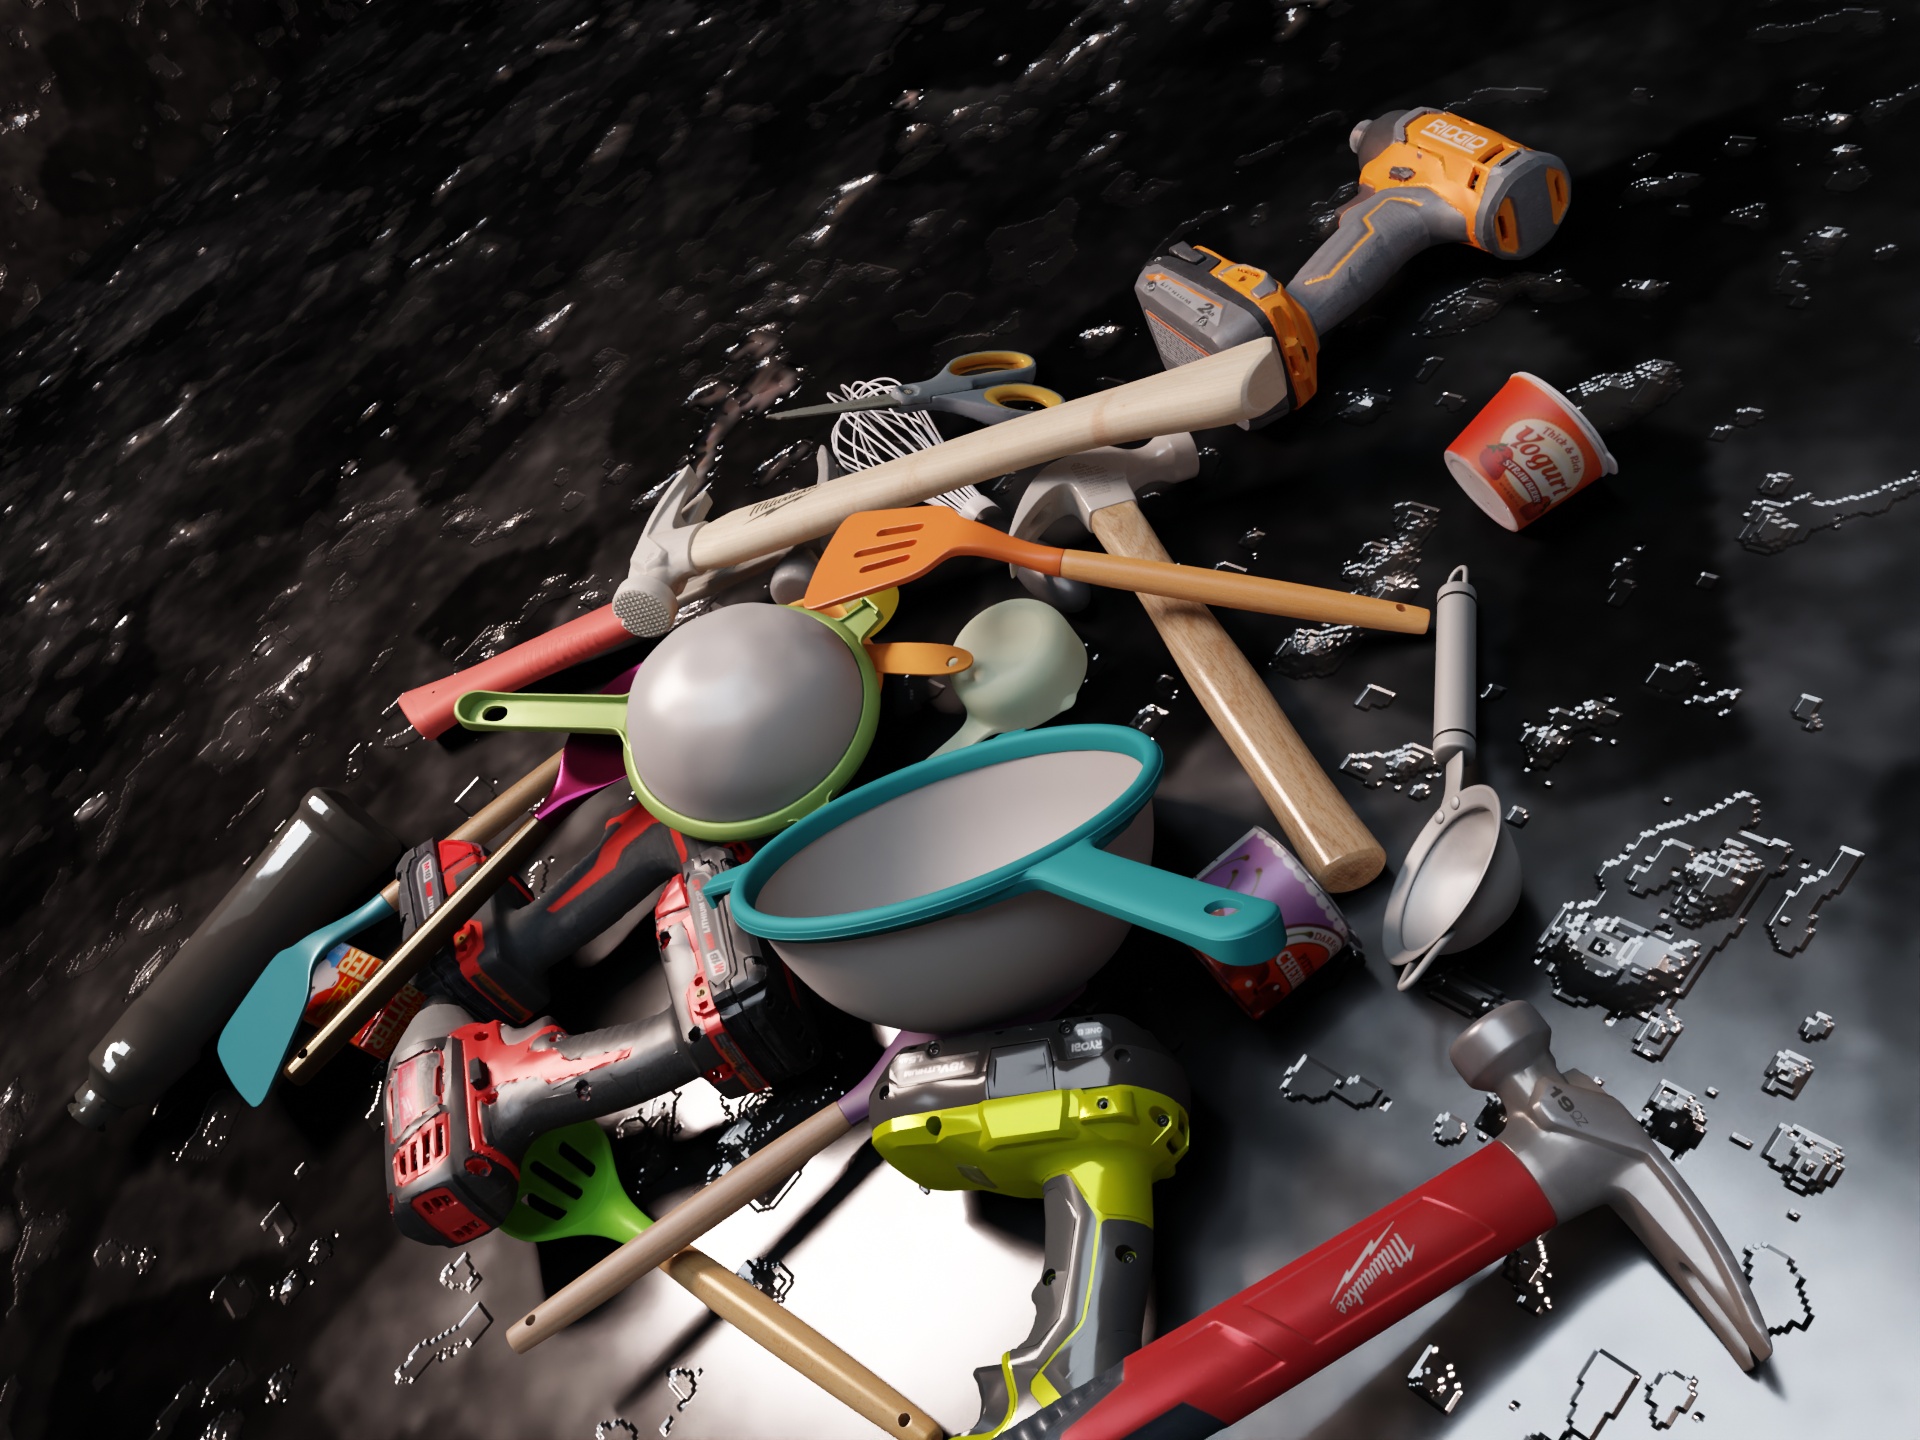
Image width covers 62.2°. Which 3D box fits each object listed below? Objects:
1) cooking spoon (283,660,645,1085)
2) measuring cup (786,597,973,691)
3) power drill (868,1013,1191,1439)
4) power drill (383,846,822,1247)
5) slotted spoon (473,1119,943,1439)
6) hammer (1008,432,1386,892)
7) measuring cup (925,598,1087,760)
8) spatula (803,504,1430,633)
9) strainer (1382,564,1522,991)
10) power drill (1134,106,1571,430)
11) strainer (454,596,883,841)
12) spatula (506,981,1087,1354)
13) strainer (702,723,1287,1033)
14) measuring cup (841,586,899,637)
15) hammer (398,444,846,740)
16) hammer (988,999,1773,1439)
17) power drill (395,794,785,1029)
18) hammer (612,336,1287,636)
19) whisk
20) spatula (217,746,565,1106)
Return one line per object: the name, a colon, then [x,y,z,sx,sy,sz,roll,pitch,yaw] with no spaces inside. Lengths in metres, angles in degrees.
cooking spoon: [-0.253,0.076,0.888,0.069,0.017,0.319,31,68,29]
measuring cup: [-0.055,-0.023,0.927,0.174,0.052,0.095,2,57,35]
power drill: [0.023,0.242,0.636,0.171,0.080,0.223,-13,51,17]
power drill: [-0.193,0.163,0.820,0.219,0.078,0.143,-27,41,0]
slotted spoon: [-0.128,0.263,0.755,0.314,0.031,0.070,17,62,39]
hammer: [0.122,-0.040,0.828,0.130,0.031,0.332,-18,47,-9]
measuring cup: [-0.001,-0.003,0.887,0.167,0.038,0.083,-45,44,-11]
spatula: [0.077,-0.072,0.829,0.322,0.041,0.081,10,49,11]
strainer: [0.227,0.019,0.722,0.086,0.050,0.259,122,167,-50]
power drill: [0.223,-0.285,0.955,0.226,0.084,0.164,-34,43,-2]
strainer: [-0.174,-0.016,0.876,0.256,0.069,0.152,1,60,15]
spatula: [-0.078,0.201,0.759,0.316,0.018,0.060,-34,38,-8]
strainer: [0.035,0.090,0.689,0.211,0.095,0.340,-26,16,-23]
measuring cup: [-0.094,-0.102,1.036,0.062,0.029,0.157,-40,45,-3]
hammer: [-0.235,-0.071,1.082,0.359,0.036,0.149,-21,36,22]
hammer: [0.081,0.244,0.543,0.386,0.038,0.143,-26,57,-10]
power drill: [-0.216,0.066,0.944,0.226,0.080,0.188,-31,44,3]
hammer: [-0.013,-0.152,0.937,0.410,0.038,0.146,-14,37,21]
whisk: [-0.003,-0.143,1.000,0.070,0.070,0.285,-41,49,-4]
spatula: [-0.333,0.104,0.998,0.317,0.044,0.082,-41,40,-21]
